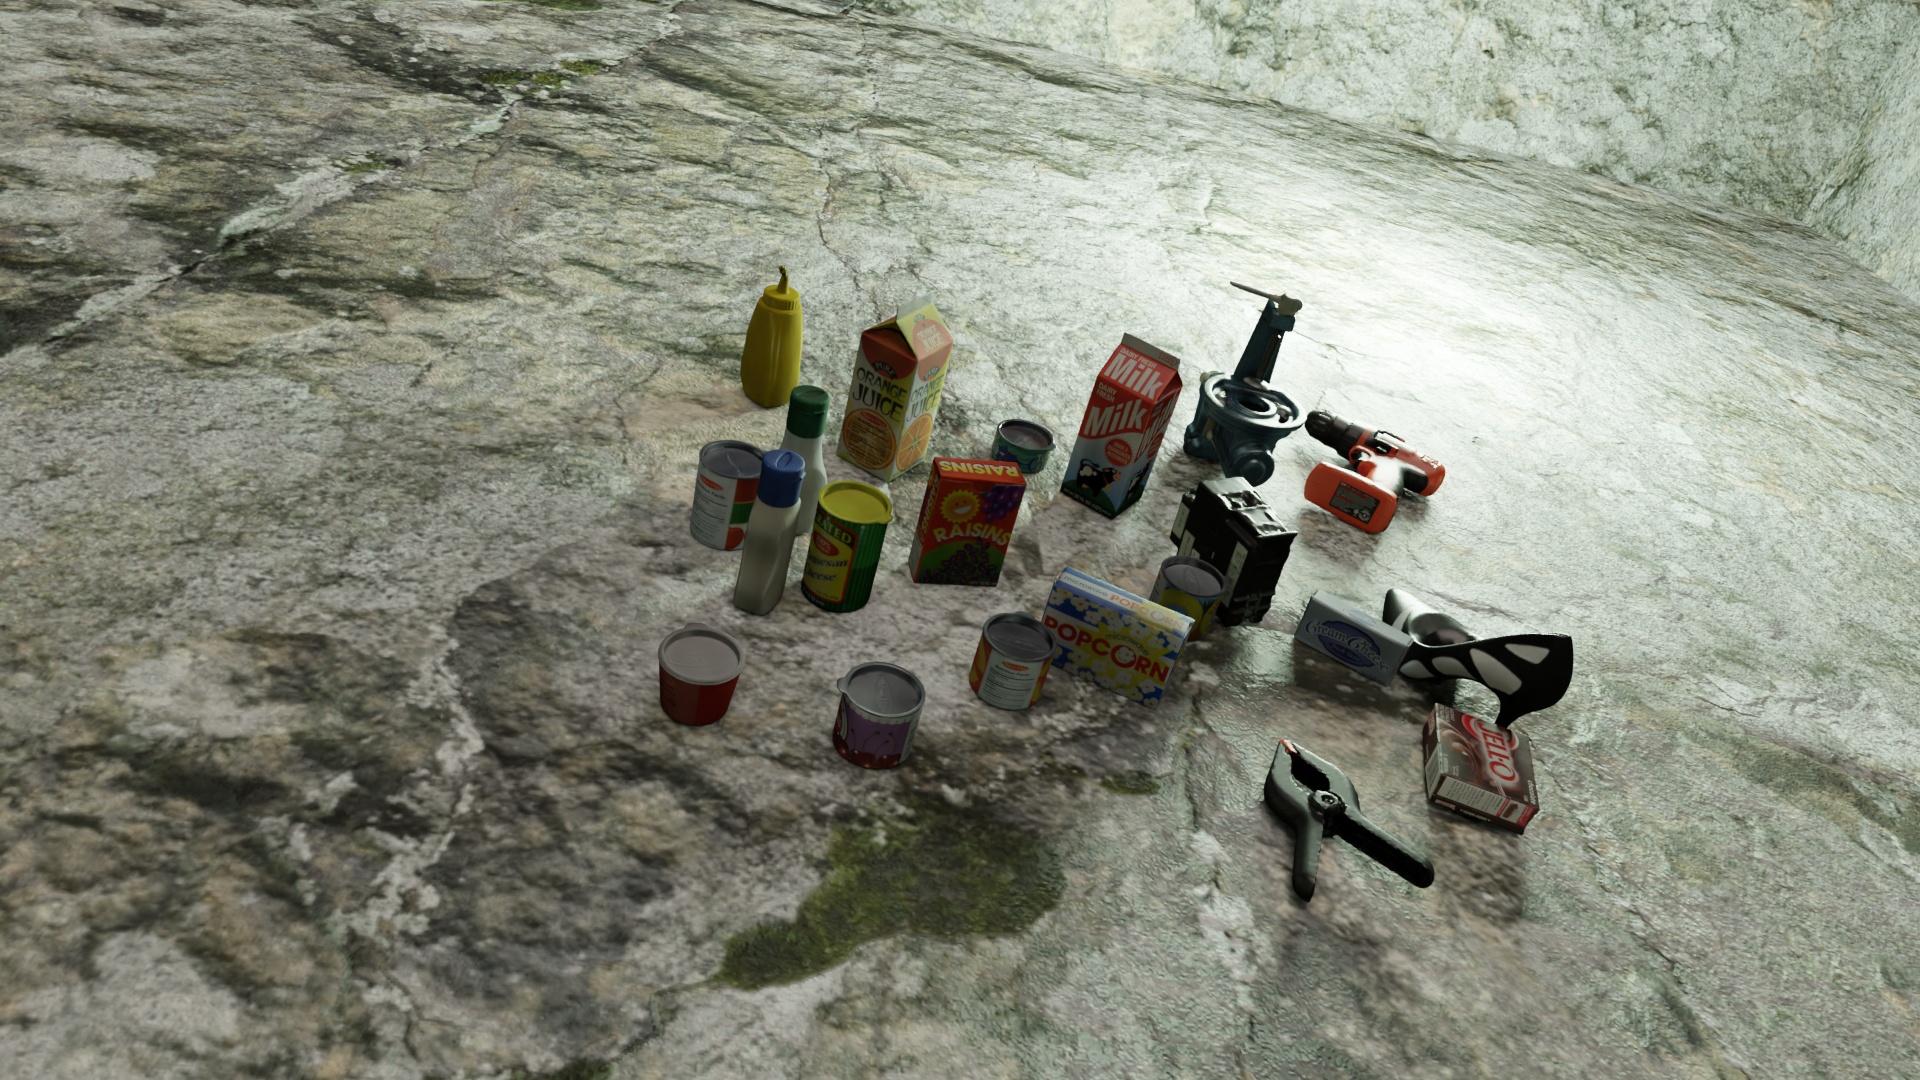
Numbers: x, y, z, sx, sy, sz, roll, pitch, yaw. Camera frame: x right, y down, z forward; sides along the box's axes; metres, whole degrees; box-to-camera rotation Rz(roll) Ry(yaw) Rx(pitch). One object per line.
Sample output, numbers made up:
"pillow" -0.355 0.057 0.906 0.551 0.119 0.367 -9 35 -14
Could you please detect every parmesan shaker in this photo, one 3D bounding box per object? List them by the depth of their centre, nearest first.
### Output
"parmesan shaker" -0.102 0.008 1.254 0.071 0.102 0.072 11 33 -7

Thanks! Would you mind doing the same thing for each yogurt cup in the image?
"yogurt cup" -0.209 0.110 1.104 0.072 0.053 0.073 11 33 -7

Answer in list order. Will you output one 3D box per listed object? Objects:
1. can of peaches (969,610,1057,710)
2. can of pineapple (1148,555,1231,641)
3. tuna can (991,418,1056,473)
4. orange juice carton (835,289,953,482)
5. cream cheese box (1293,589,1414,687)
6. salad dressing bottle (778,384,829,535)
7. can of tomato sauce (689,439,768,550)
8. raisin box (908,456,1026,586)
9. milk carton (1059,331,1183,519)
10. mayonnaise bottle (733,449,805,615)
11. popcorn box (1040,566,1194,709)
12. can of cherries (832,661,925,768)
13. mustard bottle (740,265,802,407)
"can of peaches" 0.046 0.104 1.212 0.071 0.057 0.071 11 33 -7
"can of pineapple" 0.220 0.057 1.352 0.071 0.057 0.071 11 33 -7
"tuna can" 0.071 -0.105 1.555 0.071 0.032 0.071 11 33 -7
"orange juice carton" -0.065 -0.165 1.443 0.073 0.191 0.072 28 35 19
"cream cheese box" 0.385 0.096 1.366 0.104 0.053 0.024 30 35 21
"salad dressing bottle" -0.153 -0.076 1.316 0.064 0.146 0.044 -12 42 -35
"can of tomato sauce" -0.215 -0.043 1.301 0.071 0.082 0.071 11 33 -7
"raisin box" 0.005 -0.016 1.314 0.086 0.122 0.040 4 35 -17
"milk carton" 0.177 -0.126 1.485 0.072 0.189 0.074 30 36 21
"mayonnaise bottle" -0.165 -0.009 1.212 0.041 0.147 0.065 18 33 4
"popcorn box" 0.135 0.087 1.249 0.127 0.084 0.038 23 34 12
"can of cherries" -0.068 0.139 1.113 0.071 0.058 0.072 11 33 -7
"mustard bottle" -0.199 -0.224 1.506 0.049 0.159 0.065 -20 47 -42
